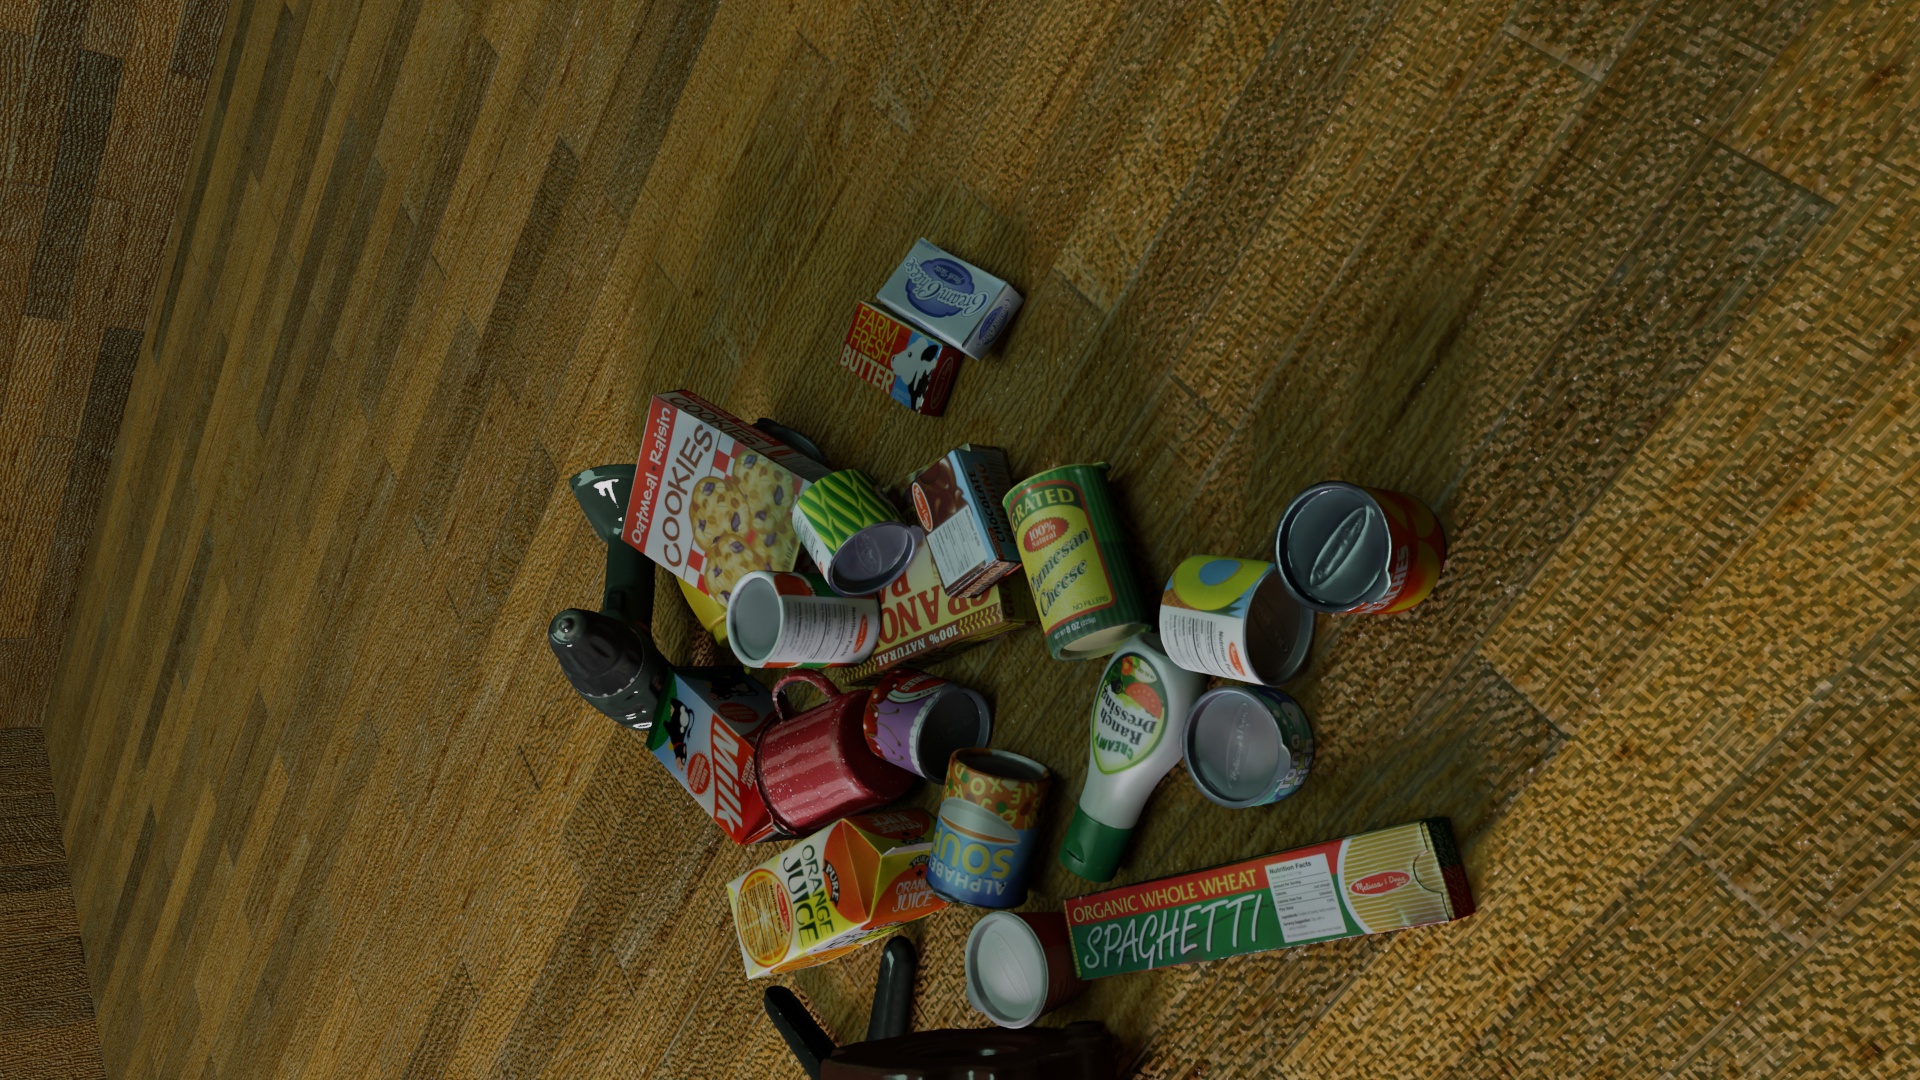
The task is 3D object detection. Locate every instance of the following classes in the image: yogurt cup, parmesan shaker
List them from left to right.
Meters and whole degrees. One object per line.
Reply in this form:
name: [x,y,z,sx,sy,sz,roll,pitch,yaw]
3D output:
yogurt cup: [0.045,0.259,0.852,0.072,0.054,0.072,-4,84,46]
parmesan shaker: [0.074,0.013,0.835,0.071,0.071,0.103,-34,63,39]

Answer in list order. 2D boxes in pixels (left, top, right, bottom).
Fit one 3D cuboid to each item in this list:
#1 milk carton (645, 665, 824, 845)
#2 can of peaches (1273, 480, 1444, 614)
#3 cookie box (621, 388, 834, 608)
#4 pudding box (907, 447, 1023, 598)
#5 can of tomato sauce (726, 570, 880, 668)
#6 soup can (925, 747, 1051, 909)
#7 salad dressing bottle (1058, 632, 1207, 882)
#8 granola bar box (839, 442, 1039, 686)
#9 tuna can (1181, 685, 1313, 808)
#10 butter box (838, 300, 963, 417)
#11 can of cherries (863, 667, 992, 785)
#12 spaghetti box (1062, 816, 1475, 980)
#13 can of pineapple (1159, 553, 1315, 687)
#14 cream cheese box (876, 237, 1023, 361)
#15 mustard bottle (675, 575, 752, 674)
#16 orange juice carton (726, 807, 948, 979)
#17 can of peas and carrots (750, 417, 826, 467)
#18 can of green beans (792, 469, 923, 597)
milk carton: [-0.158,0.170,1.056,0.191,0.072,0.073,33,110,42]
can of peaches: [0.204,0.006,0.705,0.071,0.058,0.071,-5,83,45]
cookie box: [-0.169,-0.022,1.021,0.168,0.040,0.122,29,113,27]
pudding box: [0.003,-0.011,0.878,0.049,0.030,0.084,-38,61,34]
can of tomato sauce: [-0.109,0.054,0.948,0.071,0.083,0.071,-5,83,45]
soup can: [0.017,0.181,0.876,0.071,0.071,0.083,18,100,45]
salad dressing bottle: [0.098,0.129,0.815,0.064,0.044,0.147,31,109,42]
granola bar box: [-0.026,0.020,0.956,0.165,0.039,0.124,-26,68,42]
tuna can: [0.159,0.113,0.761,0.071,0.033,0.071,-4,84,46]
butter box: [-0.044,-0.132,0.998,0.104,0.024,0.053,34,110,42]
can of cherries: [-0.022,0.120,0.924,0.058,0.071,0.071,15,97,47]
spaghetti box: [0.157,0.199,0.759,0.249,0.029,0.050,-26,69,42]
can of pineapple: [0.151,0.041,0.754,0.058,0.071,0.071,8,92,46]
cream cheese box: [-0.008,-0.167,0.952,0.104,0.024,0.053,37,91,41]
mustard bottle: [-0.190,0.033,1.112,0.048,0.065,0.160,-43,64,42]
orange juice carton: [-0.077,0.240,0.968,0.192,0.072,0.073,-36,62,39]
can of peas and carrots: [-0.146,-0.050,1.067,0.071,0.071,0.058,52,123,35]
can of green beans: [-0.071,-0.006,0.928,0.058,0.071,0.071,53,123,36]
